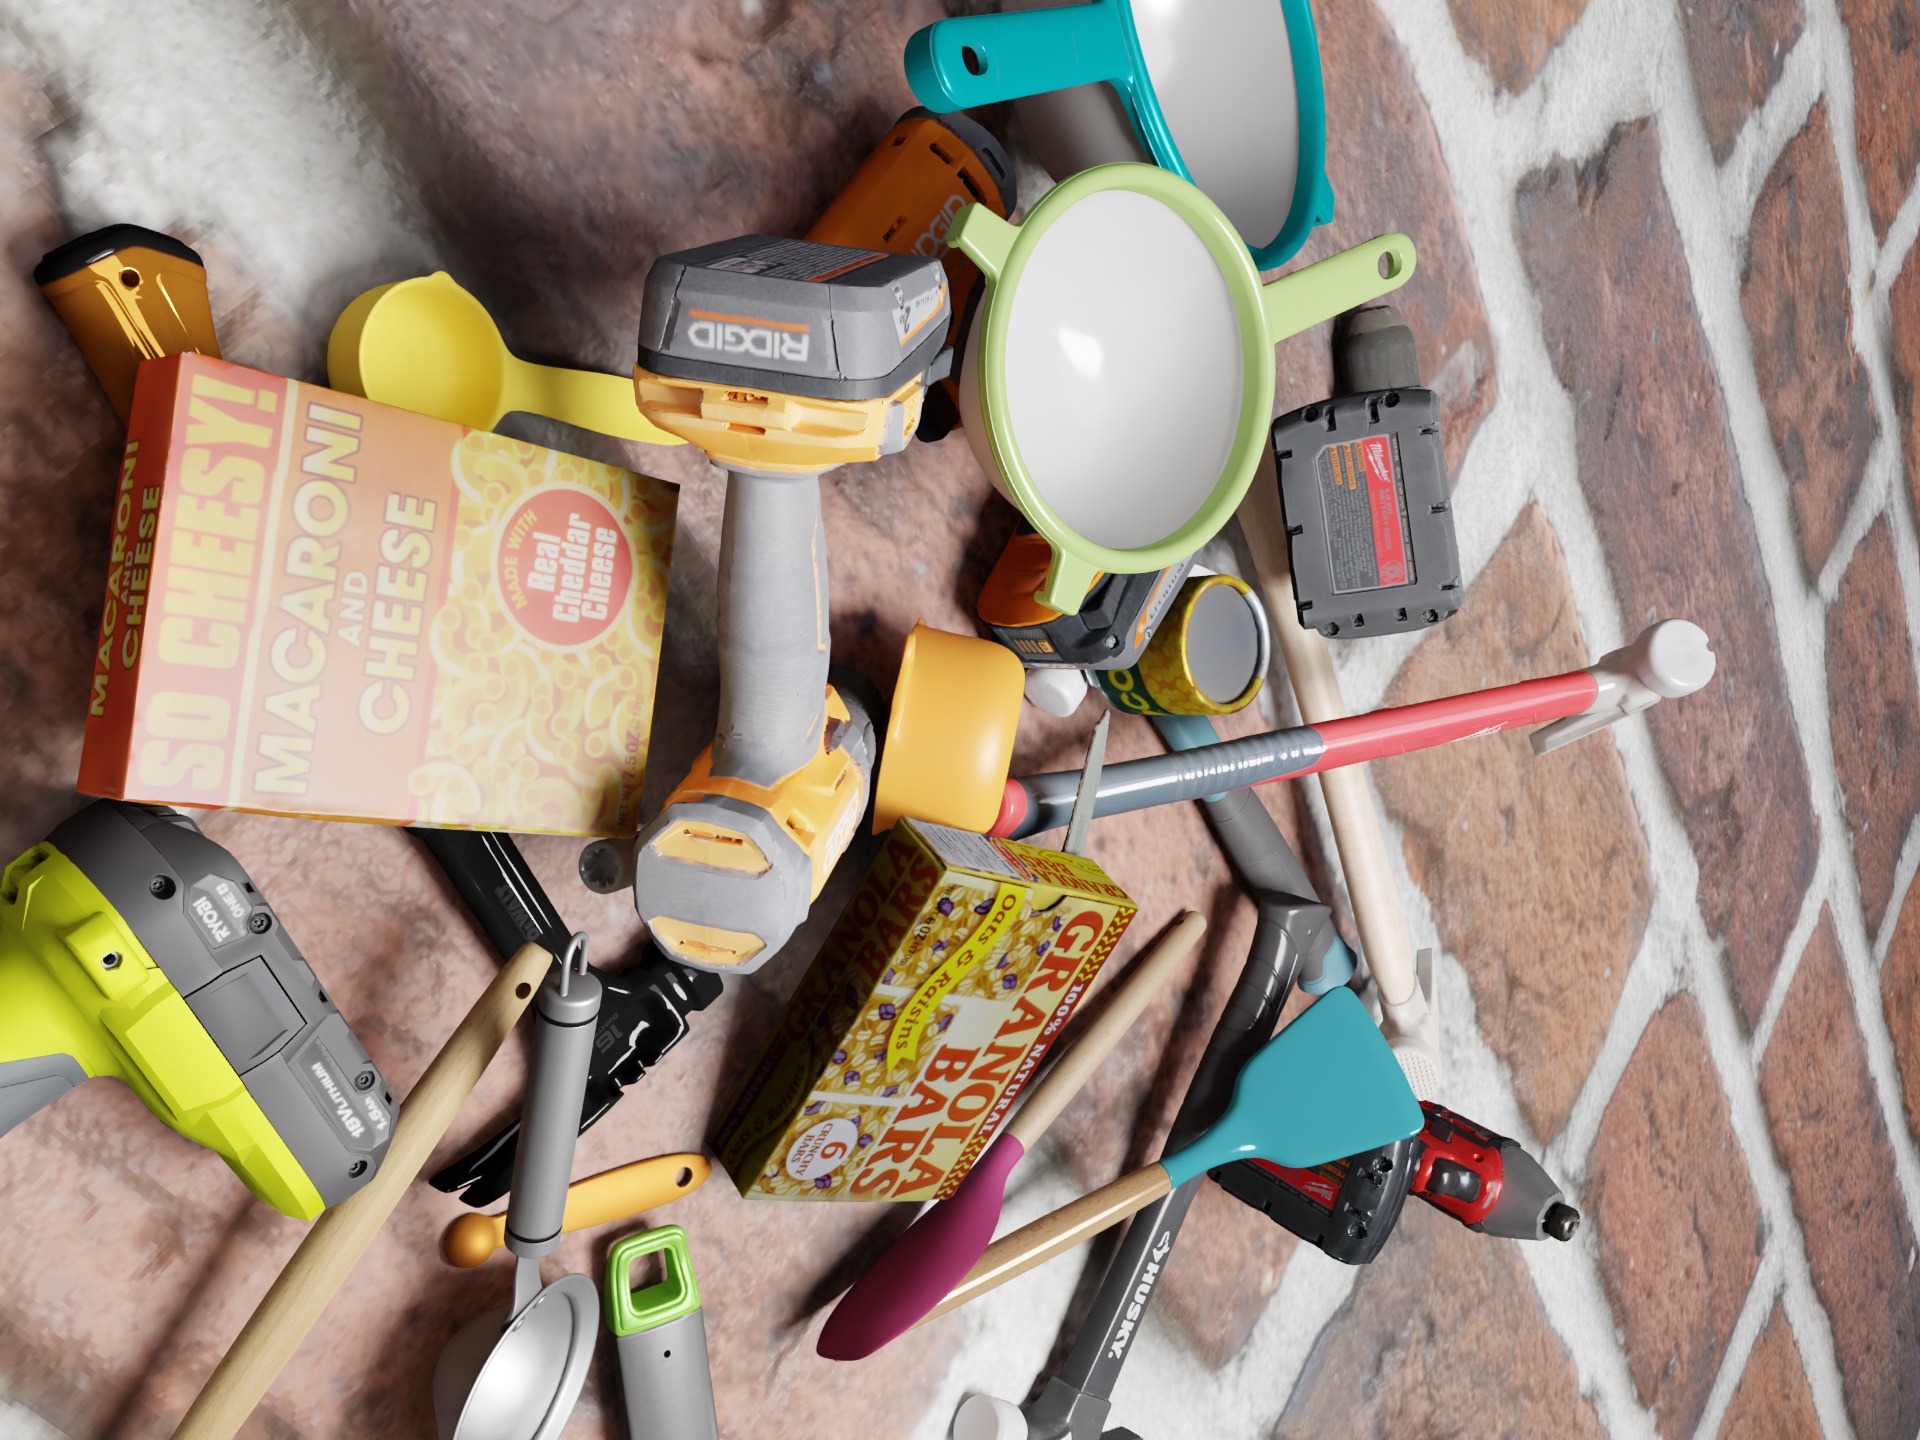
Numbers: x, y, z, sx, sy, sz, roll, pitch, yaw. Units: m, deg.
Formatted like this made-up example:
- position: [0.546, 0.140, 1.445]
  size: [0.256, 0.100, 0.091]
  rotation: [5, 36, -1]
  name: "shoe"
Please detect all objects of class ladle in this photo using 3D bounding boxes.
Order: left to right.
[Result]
- position: [-0.223, 0.205, 0.494]
  size: [0.069, 0.031, 0.315]
  rotation: [44, 71, -36]
  name: "ladle"

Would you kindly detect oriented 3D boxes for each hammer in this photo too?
- position: [-0.195, 0.005, 0.523]
  size: [0.127, 0.034, 0.336]
  rotation: [-43, 123, -34]
  name: "hammer"
- position: [0.118, 0.243, 0.843]
  size: [0.146, 0.035, 0.335]
  rotation: [37, 75, -41]
  name: "hammer"
- position: [0.146, 0.044, 0.871]
  size: [0.128, 0.033, 0.330]
  rotation: [-54, 128, -25]
  name: "hammer"
- position: [0.173, 0.017, 0.793]
  size: [0.386, 0.143, 0.038]
  rotation: [-11, 77, -16]
  name: "hammer"
- position: [0.212, 0.007, 0.911]
  size: [0.146, 0.038, 0.410]
  rotation: [-56, 129, -63]
  name: "hammer"

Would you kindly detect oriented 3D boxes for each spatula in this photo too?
- position: [0.080, 0.227, 0.766]
  size: [0.317, 0.044, 0.082]
  rotation: [-20, 73, -25]
  name: "spatula"

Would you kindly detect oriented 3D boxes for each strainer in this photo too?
- position: [-0.147, 0.177, 0.541]
  size: [0.087, 0.050, 0.258]
  rotation: [-40, 148, -60]
  name: "strainer"
- position: [0.048, -0.274, 0.666]
  size: [0.340, 0.095, 0.211]
  rotation: [-37, 115, -49]
  name: "strainer"
- position: [0.087, -0.156, 0.647]
  size: [0.256, 0.069, 0.151]
  rotation: [-29, 114, -33]
  name: "strainer"

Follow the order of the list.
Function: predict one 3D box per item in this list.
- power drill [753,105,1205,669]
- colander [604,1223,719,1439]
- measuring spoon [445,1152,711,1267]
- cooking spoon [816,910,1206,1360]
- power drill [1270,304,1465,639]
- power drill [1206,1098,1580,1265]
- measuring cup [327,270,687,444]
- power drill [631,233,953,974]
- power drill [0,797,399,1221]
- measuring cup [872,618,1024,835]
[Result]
- position: [0.007, -0.121, 0.681]
  size: [0.226, 0.084, 0.164]
  rotation: [48, 62, -32]
  name: "power drill"
- position: [-0.085, 0.397, 0.615]
  size: [0.204, 0.094, 0.397]
  rotation: [-10, 98, -31]
  name: "colander"
- position: [-0.142, 0.187, 0.612]
  size: [0.117, 0.011, 0.021]
  rotation: [-4, 98, -45]
  name: "measuring spoon"
- position: [0.038, 0.188, 0.771]
  size: [0.319, 0.069, 0.017]
  rotation: [-41, 104, -41]
  name: "cooking spoon"
- position: [0.228, -0.137, 0.861]
  size: [0.226, 0.080, 0.188]
  rotation: [-23, 105, -68]
  name: "power drill"
- position: [0.259, 0.261, 0.931]
  size: [0.219, 0.143, 0.078]
  rotation: [19, 93, -43]
  name: "power drill"
- position: [-0.153, -0.116, 0.564]
  size: [0.156, 0.029, 0.062]
  rotation: [-1, 95, -57]
  name: "measuring cup"
- position: [-0.056, -0.049, 0.561]
  size: [0.185, 0.084, 0.226]
  rotation: [-63, 161, -67]
  name: "power drill"
- position: [-0.277, 0.146, 0.428]
  size: [0.228, 0.080, 0.190]
  rotation: [-39, 121, -32]
  name: "power drill"
- position: [-0.001, -0.002, 0.629]
  size: [0.052, 0.173, 0.095]
  rotation: [12, 77, 0]
  name: "measuring cup"
